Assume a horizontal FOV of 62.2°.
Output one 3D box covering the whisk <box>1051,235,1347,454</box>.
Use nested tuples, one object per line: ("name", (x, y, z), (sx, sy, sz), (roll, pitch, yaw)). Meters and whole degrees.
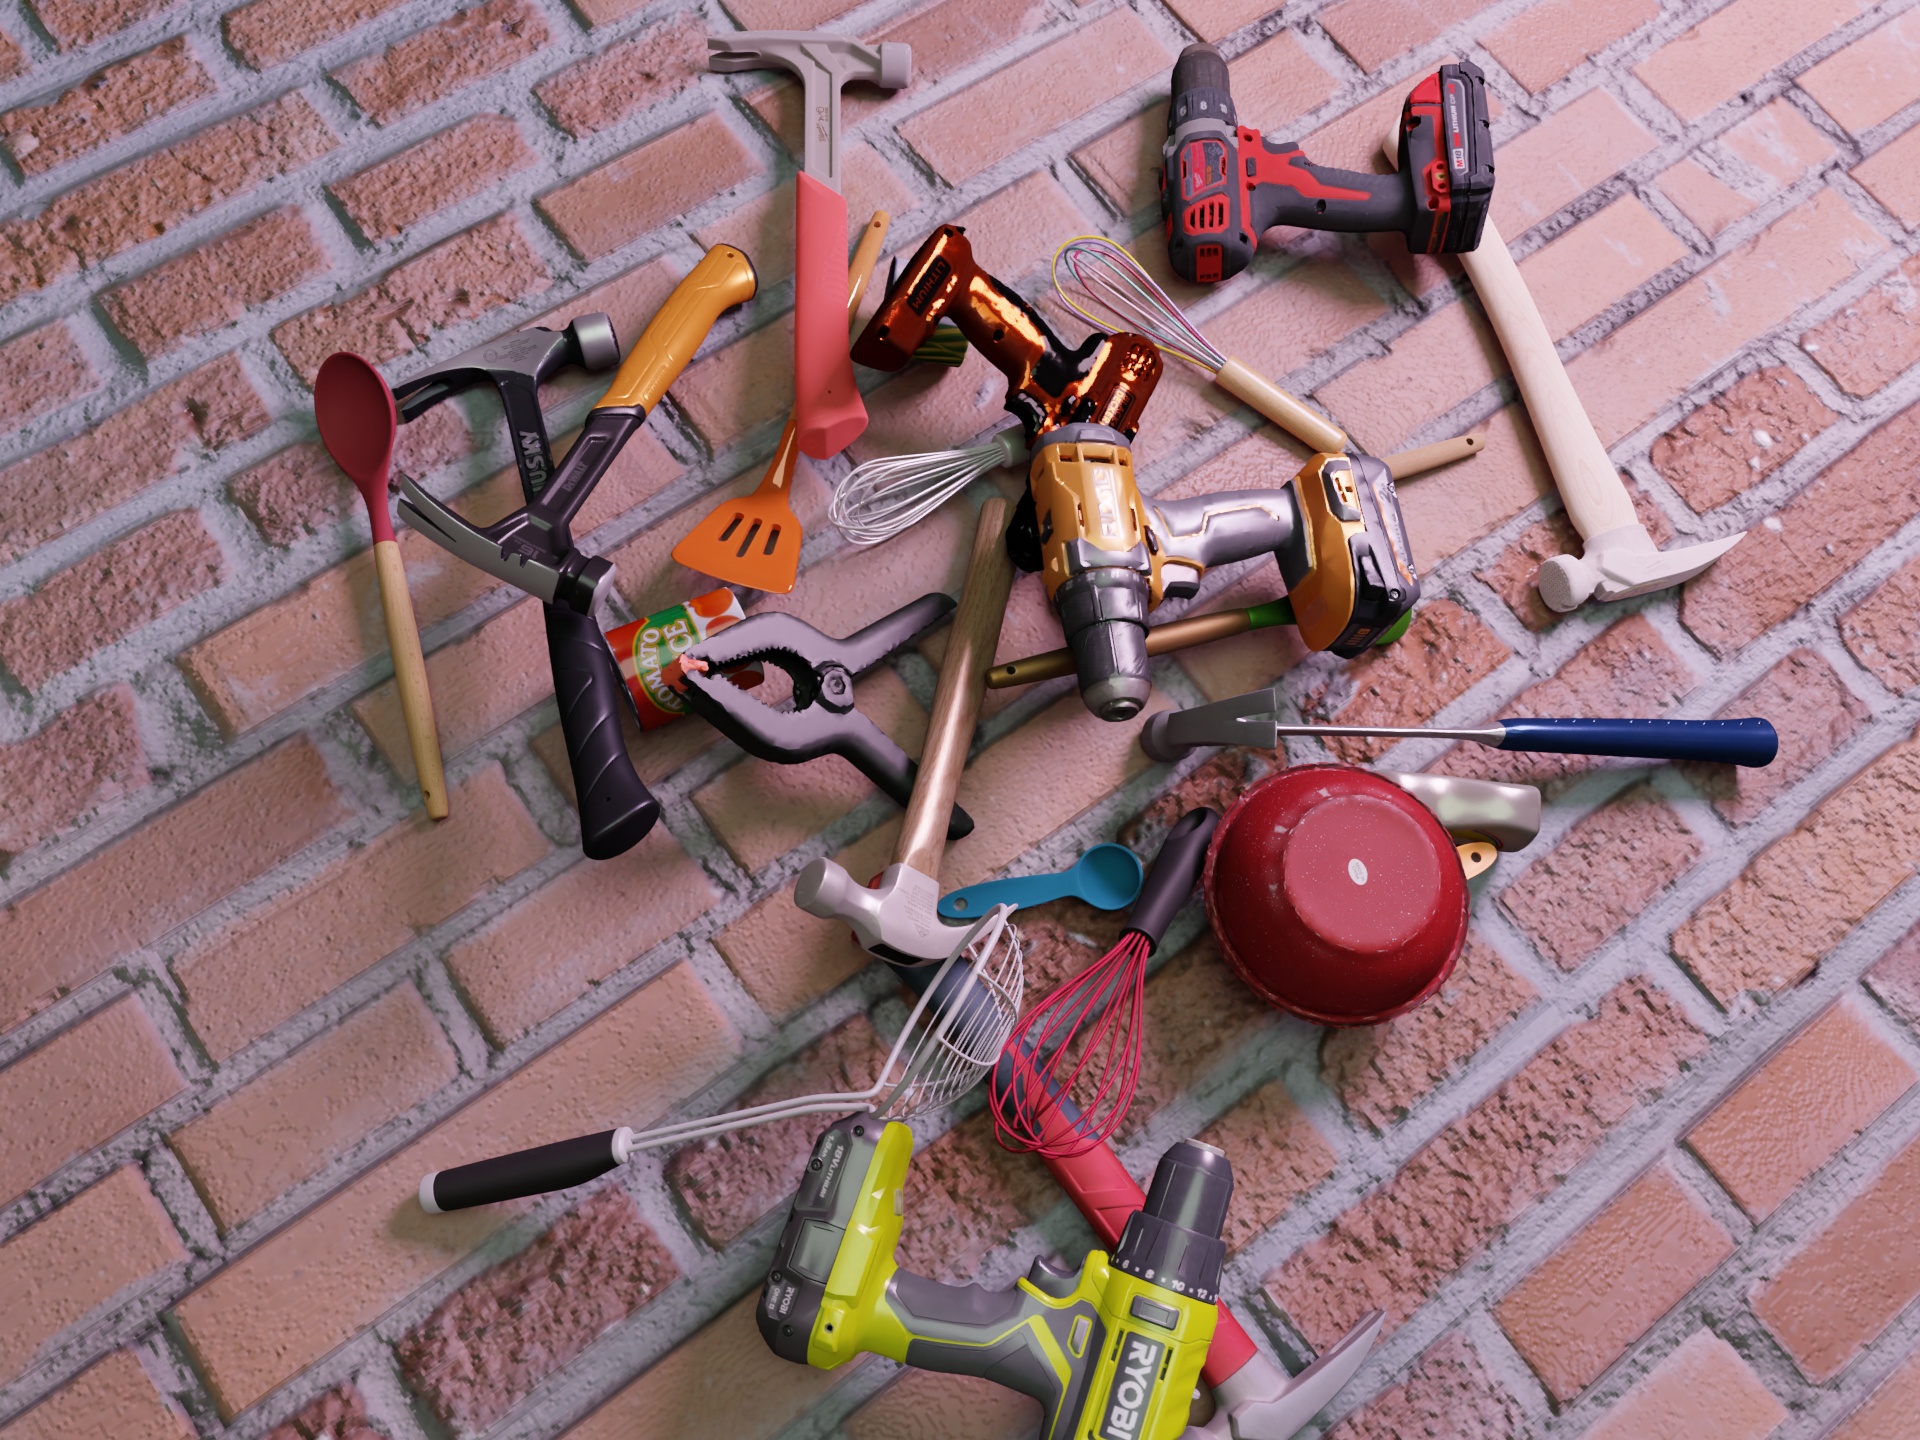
("whisk", (0.168, -0.263, 1.114), (0.245, 0.051, 0.047), (36, 65, 4))

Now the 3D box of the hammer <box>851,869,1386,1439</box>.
("hammer", (0.075, 0.238, 0.924), (0.143, 0.038, 0.386), (-34, 77, -17))

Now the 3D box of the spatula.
("spatula", (-0.102, -0.223, 1.072), (0.081, 0.041, 0.323), (17, 68, 2))

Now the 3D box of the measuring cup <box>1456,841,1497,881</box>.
("measuring cup", (0.248, 0.116, 0.980), (0.173, 0.052, 0.095), (-20, 73, -14))

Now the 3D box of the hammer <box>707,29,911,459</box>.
("hammer", (-0.105, -0.338, 1.097), (0.149, 0.036, 0.359), (0, 64, -4))

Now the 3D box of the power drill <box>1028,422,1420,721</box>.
("power drill", (0.158, -0.085, 0.962), (0.226, 0.084, 0.185), (2, 64, -16))

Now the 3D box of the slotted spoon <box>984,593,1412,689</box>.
("slotted spoon", (0.161, -0.058, 1.019), (0.313, 0.031, 0.070), (-13, 69, -19))

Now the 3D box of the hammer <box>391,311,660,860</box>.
("hammer", (-0.248, -0.093, 0.961), (0.149, 0.036, 0.409), (-16, 57, -8))

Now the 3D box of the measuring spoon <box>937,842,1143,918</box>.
("measuring spoon", (0.049, 0.106, 0.984), (0.128, 0.021, 0.042), (-10, 71, 0))

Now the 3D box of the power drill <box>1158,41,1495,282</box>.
("power drill", (0.256, -0.412, 1.143), (0.226, 0.080, 0.188), (-2, 71, 9))

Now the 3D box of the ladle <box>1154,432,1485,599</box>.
("ladle", (0.221, -0.146, 1.084), (0.320, 0.062, 0.078), (-18, 75, -19))

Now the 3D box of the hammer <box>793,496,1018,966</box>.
("hammer", (-0.002, -0.003, 0.974), (0.130, 0.031, 0.332), (32, 54, -26))

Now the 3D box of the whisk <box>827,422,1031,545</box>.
("whisk", (0.022, -0.178, 1.067), (0.246, 0.057, 0.059), (-26, 39, -18))

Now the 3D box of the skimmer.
("skimmer", (-0.134, 0.187, 0.849), (0.363, 0.127, 0.090), (-16, 102, 10))

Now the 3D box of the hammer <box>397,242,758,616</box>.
("hammer", (-0.214, -0.206, 0.997), (0.127, 0.034, 0.337), (27, 49, -5))

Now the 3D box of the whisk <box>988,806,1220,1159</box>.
("whisk", (0.094, 0.138, 0.901), (0.073, 0.073, 0.296), (32, 42, 6))

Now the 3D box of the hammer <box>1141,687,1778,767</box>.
("hammer", (0.329, 0.009, 0.998), (0.405, 0.144, 0.035), (1, 85, -12))

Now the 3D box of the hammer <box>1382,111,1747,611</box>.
("hammer", (0.414, -0.277, 1.147), (0.146, 0.038, 0.411), (-14, 72, -12))

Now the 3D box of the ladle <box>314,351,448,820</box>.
("ladle", (-0.357, -0.087, 1.001), (0.069, 0.031, 0.316), (-25, 73, 31))

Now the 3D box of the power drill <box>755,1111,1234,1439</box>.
("power drill", (0.025, 0.292, 0.850), (0.228, 0.080, 0.191), (17, 76, 12))
